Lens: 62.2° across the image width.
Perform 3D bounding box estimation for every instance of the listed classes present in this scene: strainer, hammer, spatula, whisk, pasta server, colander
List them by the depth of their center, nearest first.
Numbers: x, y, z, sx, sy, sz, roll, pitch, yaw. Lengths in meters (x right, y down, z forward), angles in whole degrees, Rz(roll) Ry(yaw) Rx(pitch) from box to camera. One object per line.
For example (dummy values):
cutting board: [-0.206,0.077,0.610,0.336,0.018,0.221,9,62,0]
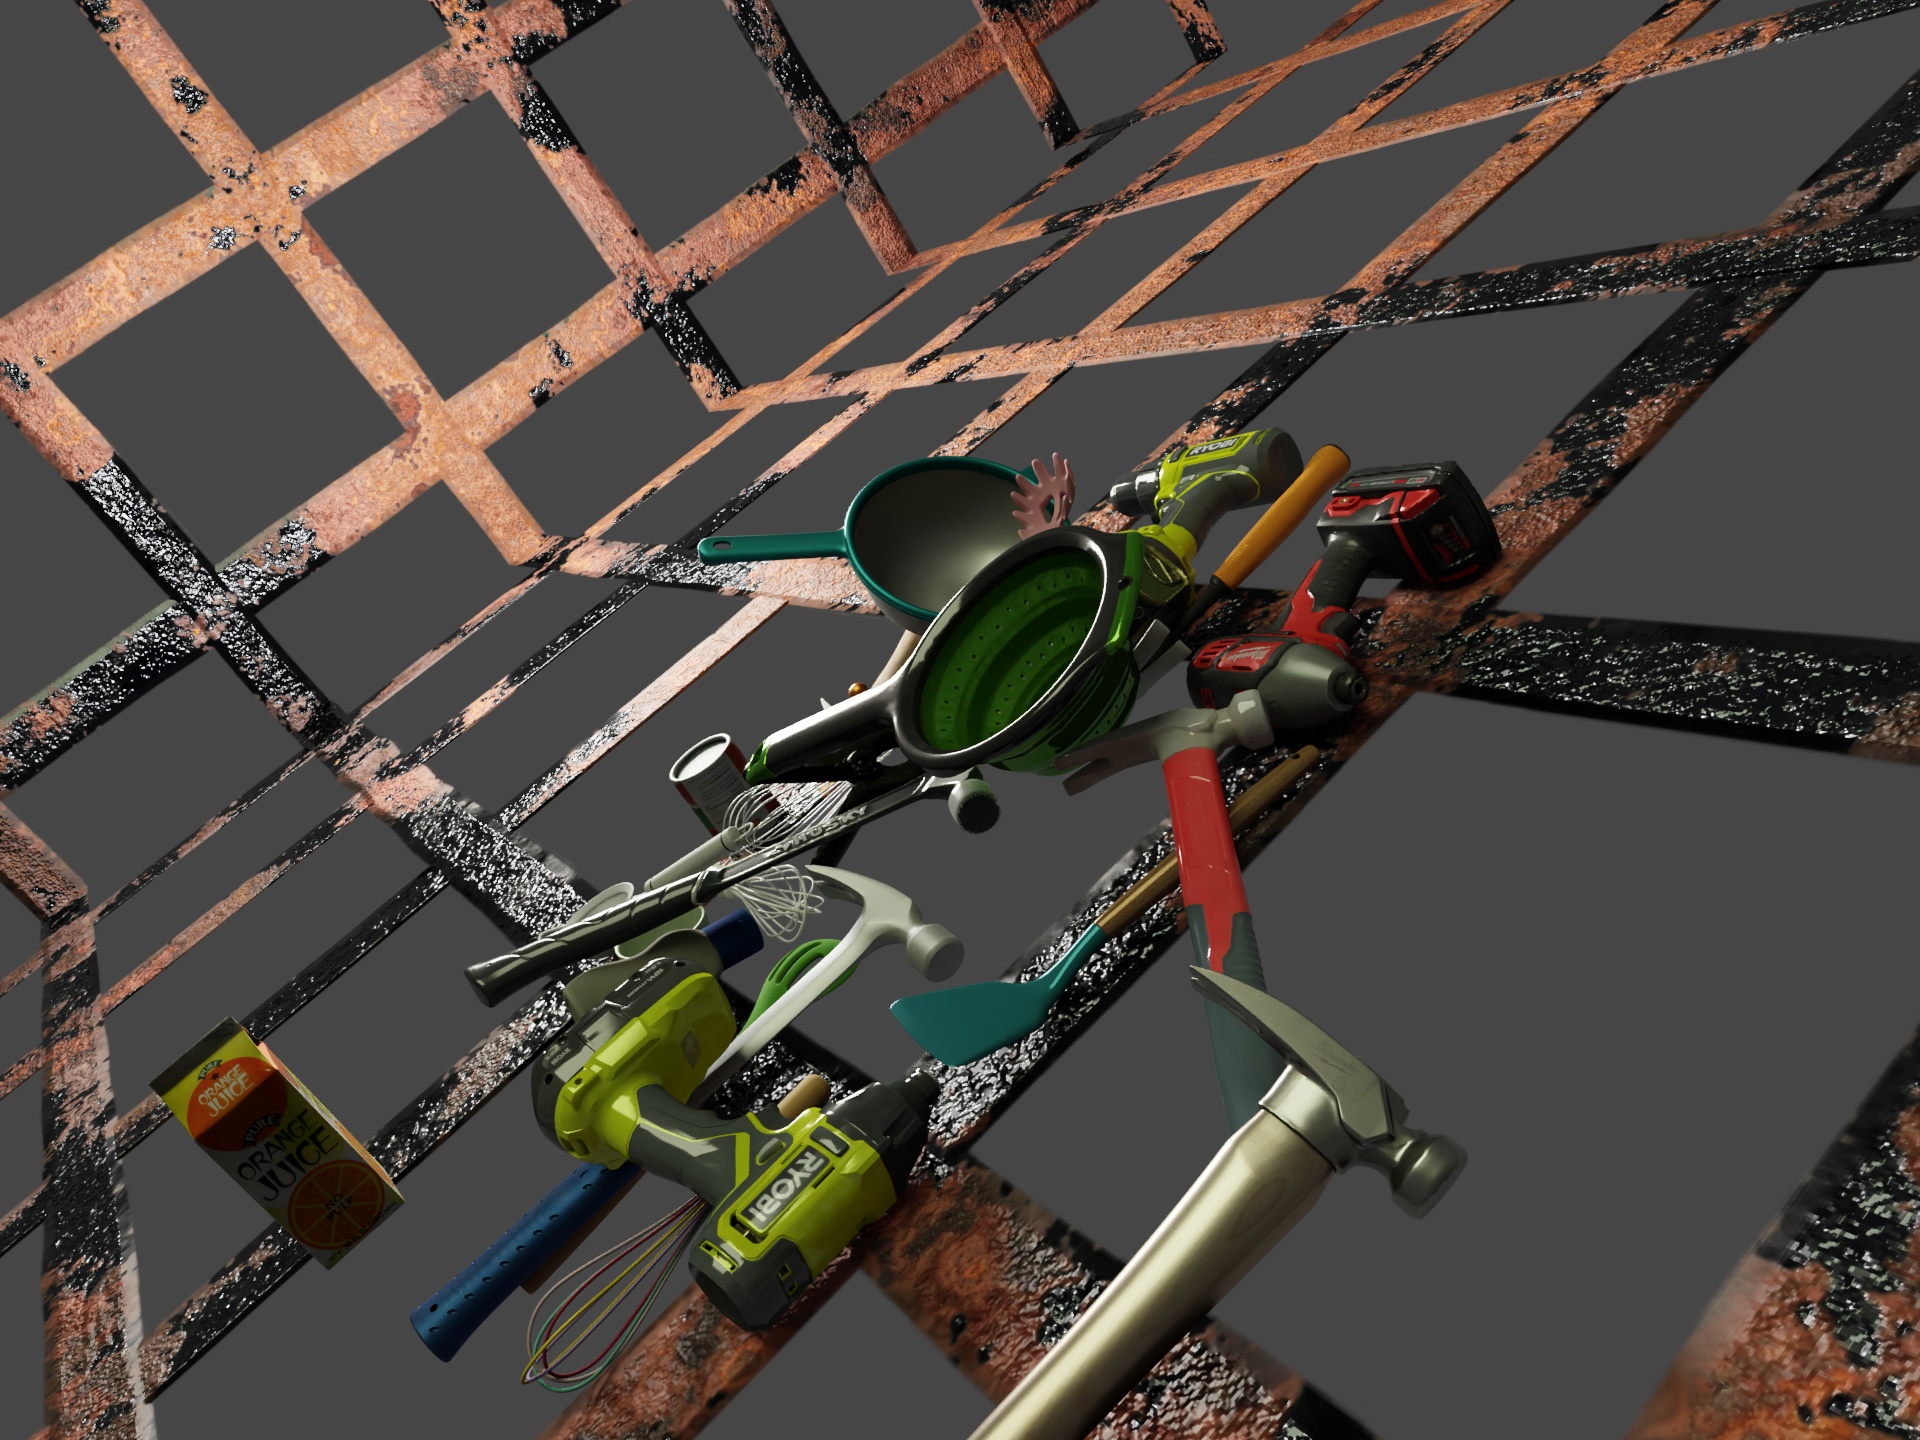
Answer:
hammer: [0.029,0.288,0.672,0.146,0.038,0.410,38,74,27]
hammer: [0.131,0.114,0.895,0.143,0.038,0.387,-18,31,12]
whisk: [-0.166,0.303,0.954,0.051,0.047,0.245,21,52,41]
spatula: [0.103,0.107,0.981,0.317,0.044,0.082,-38,31,-13]
hammer: [-0.186,0.250,1.041,0.405,0.035,0.144,-41,42,-16]
colander: [-0.002,-0.004,1.160,0.397,0.094,0.205,-23,39,39]
hammer: [-0.176,0.113,1.189,0.409,0.036,0.149,-24,28,-6]
hammer: [0.219,-0.124,1.242,0.337,0.034,0.127,-45,-4,-33]
whisk: [-0.177,0.136,1.286,0.057,0.059,0.246,4,0,-30]
strainer: [-0.257,0.145,1.322,0.258,0.050,0.087,-33,23,31]
whisk: [-0.080,0.031,1.349,0.284,0.070,0.070,-36,23,-15]
pasta server: [0.055,-0.107,1.369,0.060,0.040,0.316,-13,46,32]
strainer: [-0.067,-0.137,1.464,0.340,0.095,0.211,-3,53,-7]
hammer: [-0.040,-0.087,1.547,0.130,0.031,0.331,-18,28,31]

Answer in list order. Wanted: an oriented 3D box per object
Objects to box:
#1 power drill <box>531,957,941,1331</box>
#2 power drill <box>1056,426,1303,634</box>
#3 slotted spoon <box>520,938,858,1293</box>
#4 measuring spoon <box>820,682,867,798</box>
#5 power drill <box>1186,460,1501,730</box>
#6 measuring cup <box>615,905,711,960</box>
power drill: [-0.133,0.235,0.941,0.223,0.080,0.171,22,51,38]
power drill: [0.169,-0.166,1.380,0.190,0.080,0.228,-5,34,46]
slotted spoon: [-0.181,0.258,1.078,0.314,0.031,0.070,-47,30,-25]
measuring spoon: [-0.106,0.016,1.410,0.021,0.011,0.117,-9,55,42]
power drill: [0.267,-0.080,1.095,0.220,0.078,0.143,-47,25,-20]
measuring cup: [-0.271,0.191,1.278,0.167,0.038,0.083,-15,22,23]
